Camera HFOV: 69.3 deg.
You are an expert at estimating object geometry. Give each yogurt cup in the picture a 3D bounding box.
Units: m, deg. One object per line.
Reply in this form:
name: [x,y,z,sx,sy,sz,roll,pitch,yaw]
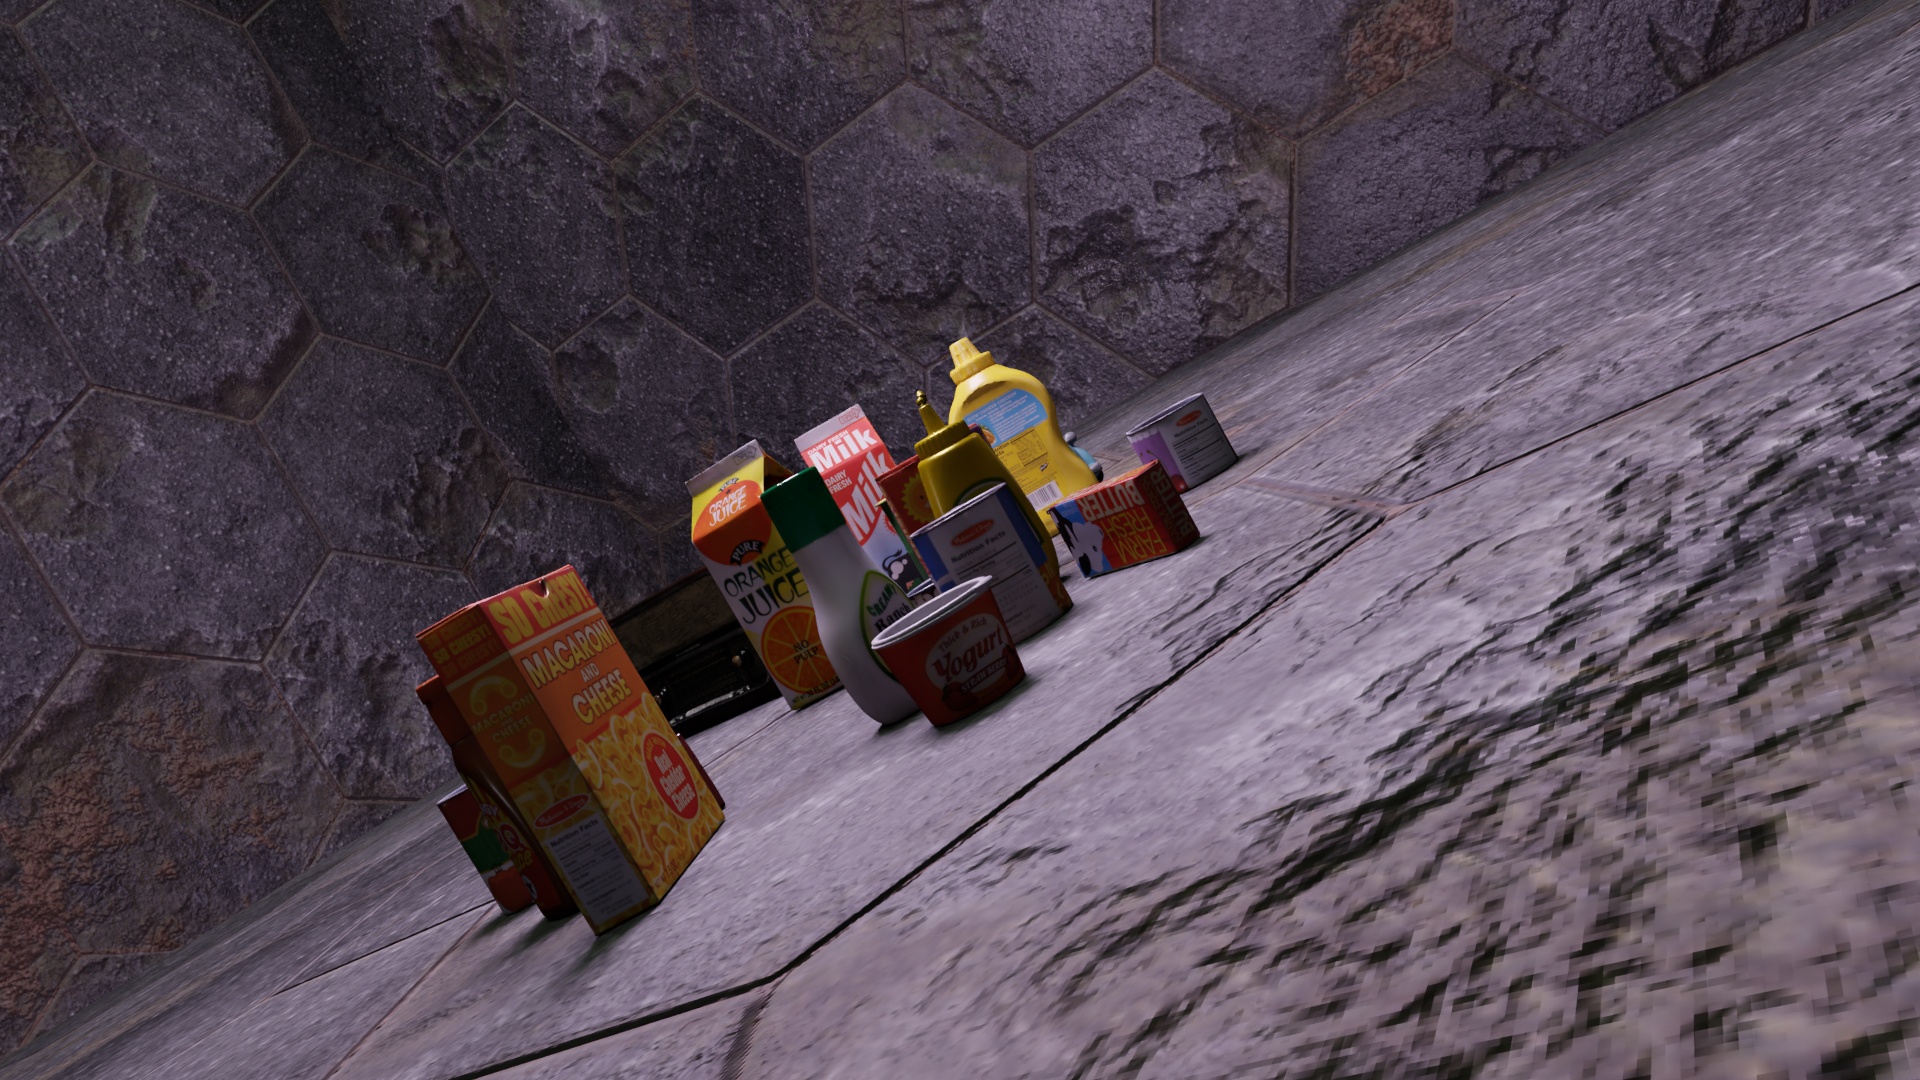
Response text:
yogurt cup: [-0.004,0.057,0.702,0.072,0.054,0.072,-30,4,2]

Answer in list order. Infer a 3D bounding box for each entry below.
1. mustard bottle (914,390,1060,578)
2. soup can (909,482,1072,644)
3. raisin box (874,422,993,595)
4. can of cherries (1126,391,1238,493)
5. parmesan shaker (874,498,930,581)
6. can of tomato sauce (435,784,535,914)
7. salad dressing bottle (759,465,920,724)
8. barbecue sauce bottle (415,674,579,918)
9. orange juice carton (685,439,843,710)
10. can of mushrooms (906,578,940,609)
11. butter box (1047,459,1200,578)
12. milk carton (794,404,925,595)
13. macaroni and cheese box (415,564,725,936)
mustard bottle: [0.008,-0.030,0.946,0.065,0.160,0.049,-30,4,-11]
soup can: [0.019,0.017,0.829,0.071,0.083,0.071,-30,4,2]
raisin box: [0.004,-0.013,1.020,0.086,0.123,0.040,-30,4,-6]
can of cherries: [0.168,-0.072,1.055,0.071,0.058,0.071,-30,4,2]
parmesan shaker: [-0.020,-0.003,1.213,0.071,0.103,0.071,-30,4,2]
can of tomato sauce: [-0.279,0.183,0.879,0.071,0.083,0.071,-30,4,2]
salad dressing bottle: [-0.062,0.030,0.782,0.044,0.147,0.064,-27,5,38]
barbecue sauce bottle: [-0.247,0.136,0.771,0.044,0.148,0.064,-32,4,-33]
orange juice carton: [-0.134,0.023,1.050,0.071,0.192,0.073,-28,4,20]
can of mushrooms: [-0.010,0.043,1.071,0.071,0.033,0.071,-30,4,2]
butter box: [0.098,-0.011,0.844,0.024,0.053,0.103,-32,4,-28]
milk carton: [-0.078,-0.027,1.293,0.072,0.190,0.073,-30,4,-5]
macaroni and cheese box: [-0.192,0.099,0.709,0.040,0.166,0.124,-29,4,8]
